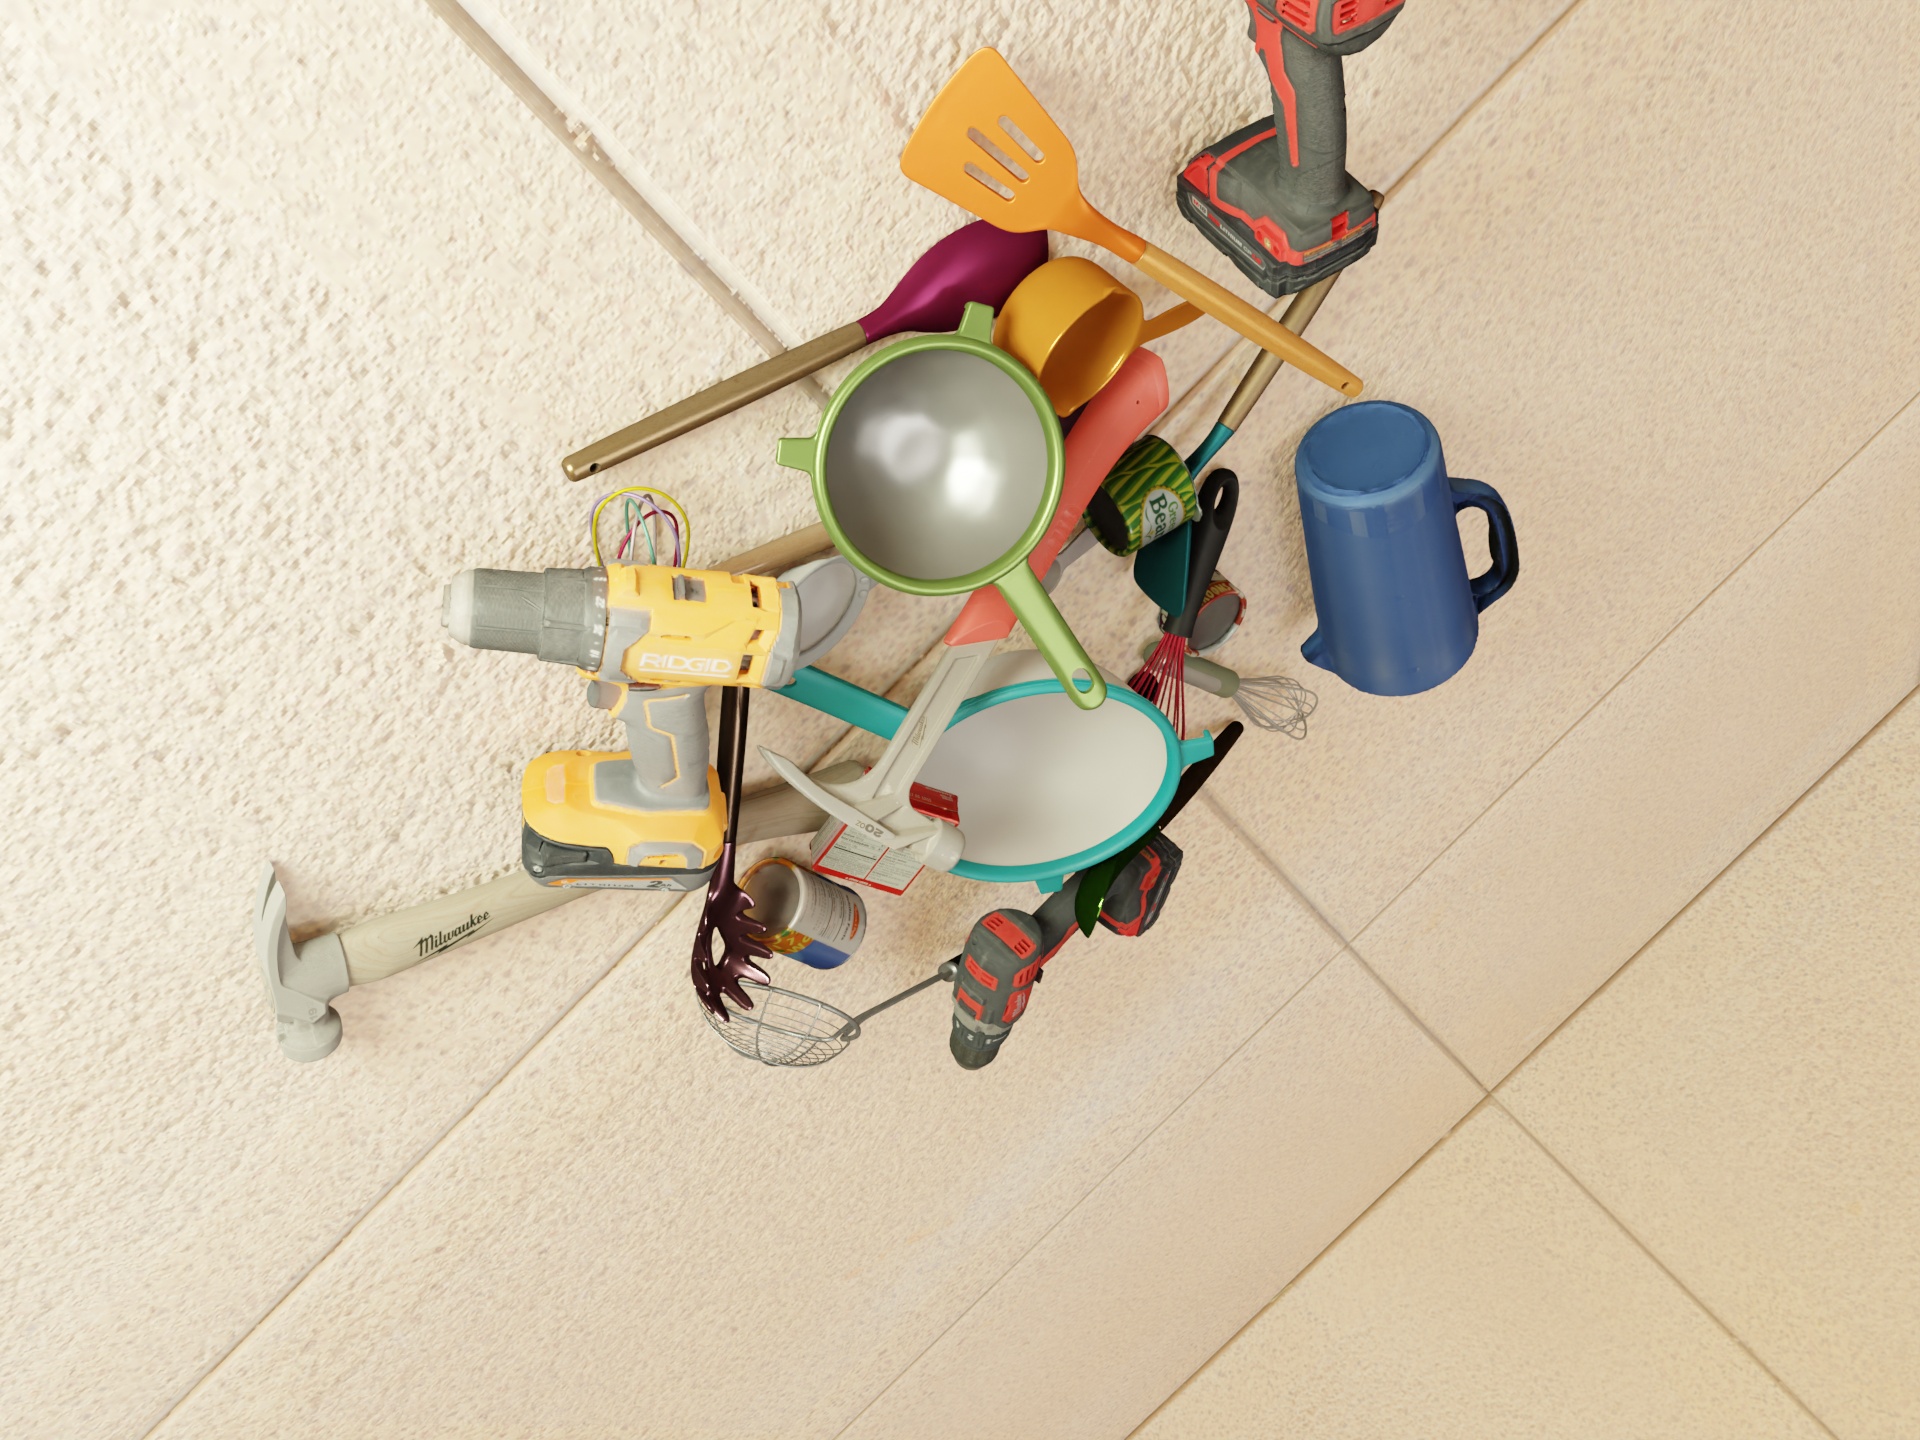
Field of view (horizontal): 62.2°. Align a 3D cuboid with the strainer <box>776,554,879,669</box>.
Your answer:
[{"bbox_3d":[-0.042,-0.098,1.019,0.258,0.050,0.086,-27,148,-30],"label":"strainer"}]

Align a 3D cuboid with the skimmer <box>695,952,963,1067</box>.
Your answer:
[{"bbox_3d":[-0.055,0.198,1.303,0.363,0.127,0.090,-17,96,-48],"label":"skimmer"}]

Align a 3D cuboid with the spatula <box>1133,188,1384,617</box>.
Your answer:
[{"bbox_3d":[0.208,-0.225,1.120,0.044,0.082,0.317,25,104,-29],"label":"spatula"}]

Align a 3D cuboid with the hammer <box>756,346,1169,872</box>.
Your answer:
[{"bbox_3d":[0.021,-0.088,1.013,0.149,0.037,0.359,33,84,-25],"label":"hammer"}]

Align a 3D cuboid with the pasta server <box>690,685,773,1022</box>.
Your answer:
[{"bbox_3d":[-0.146,0.056,1.032,0.060,0.040,0.316,-22,129,-46],"label":"pasta server"}]

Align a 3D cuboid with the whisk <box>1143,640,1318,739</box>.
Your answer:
[{"bbox_3d":[0.231,-0.028,1.351,0.058,0.059,0.246,-30,150,33],"label":"whisk"}]

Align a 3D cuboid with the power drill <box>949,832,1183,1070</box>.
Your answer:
[{"bbox_3d":[0.077,0.189,1.342,0.227,0.080,0.187,-35,153,-35],"label":"power drill"}]

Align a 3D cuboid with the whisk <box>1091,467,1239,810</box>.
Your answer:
[{"bbox_3d":[0.159,-0.049,1.213,0.073,0.073,0.295,1,111,-44],"label":"whisk"}]

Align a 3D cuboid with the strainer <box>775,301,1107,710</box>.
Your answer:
[{"bbox_3d":[0.010,-0.113,0.961,0.151,0.069,0.256,-37,113,-3],"label":"strainer"}]

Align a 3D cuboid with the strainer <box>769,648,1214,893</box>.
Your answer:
[{"bbox_3d":[-0.002,-0.004,1.127,0.340,0.095,0.211,24,126,-30],"label":"strainer"}]

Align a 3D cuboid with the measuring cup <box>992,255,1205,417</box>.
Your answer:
[{"bbox_3d":[0.090,-0.251,0.978,0.173,0.052,0.095,-30,155,-36],"label":"measuring cup"}]

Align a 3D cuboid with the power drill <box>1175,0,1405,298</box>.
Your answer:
[{"bbox_3d":[0.175,-0.358,0.879,0.078,0.143,0.219,-30,150,-10],"label":"power drill"}]

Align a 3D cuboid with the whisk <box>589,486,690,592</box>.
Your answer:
[{"bbox_3d":[-0.180,-0.042,0.944,0.047,0.051,0.244,-29,146,-27],"label":"whisk"}]

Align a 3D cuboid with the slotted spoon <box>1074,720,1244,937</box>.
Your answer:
[{"bbox_3d":[0.169,0.077,1.318,0.314,0.031,0.070,-42,155,-46],"label":"slotted spoon"}]

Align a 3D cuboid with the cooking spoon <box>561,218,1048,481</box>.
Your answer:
[{"bbox_3d":[-0.077,-0.206,0.889,0.319,0.017,0.068,-30,143,-19],"label":"cooking spoon"}]

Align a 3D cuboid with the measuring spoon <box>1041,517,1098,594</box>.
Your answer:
[{"bbox_3d":[0.086,-0.133,1.132,0.124,0.018,0.034,-42,139,-13],"label":"measuring spoon"}]

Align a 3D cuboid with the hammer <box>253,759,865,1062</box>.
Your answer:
[{"bbox_3d":[-0.239,0.091,1.031,0.410,0.038,0.146,-19,137,-30],"label":"hammer"}]

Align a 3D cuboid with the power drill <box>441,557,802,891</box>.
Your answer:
[{"bbox_3d":[-0.201,0.001,0.898,0.185,0.084,0.226,4,137,-20],"label":"power drill"}]

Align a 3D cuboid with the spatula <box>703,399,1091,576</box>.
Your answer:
[{"bbox_3d":[-0.026,-0.143,1.006,0.316,0.018,0.059,-25,139,-25],"label":"spatula"}]

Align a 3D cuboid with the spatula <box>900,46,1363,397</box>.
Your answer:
[{"bbox_3d":[0.116,-0.260,0.903,0.322,0.041,0.081,21,127,-32],"label":"spatula"}]
